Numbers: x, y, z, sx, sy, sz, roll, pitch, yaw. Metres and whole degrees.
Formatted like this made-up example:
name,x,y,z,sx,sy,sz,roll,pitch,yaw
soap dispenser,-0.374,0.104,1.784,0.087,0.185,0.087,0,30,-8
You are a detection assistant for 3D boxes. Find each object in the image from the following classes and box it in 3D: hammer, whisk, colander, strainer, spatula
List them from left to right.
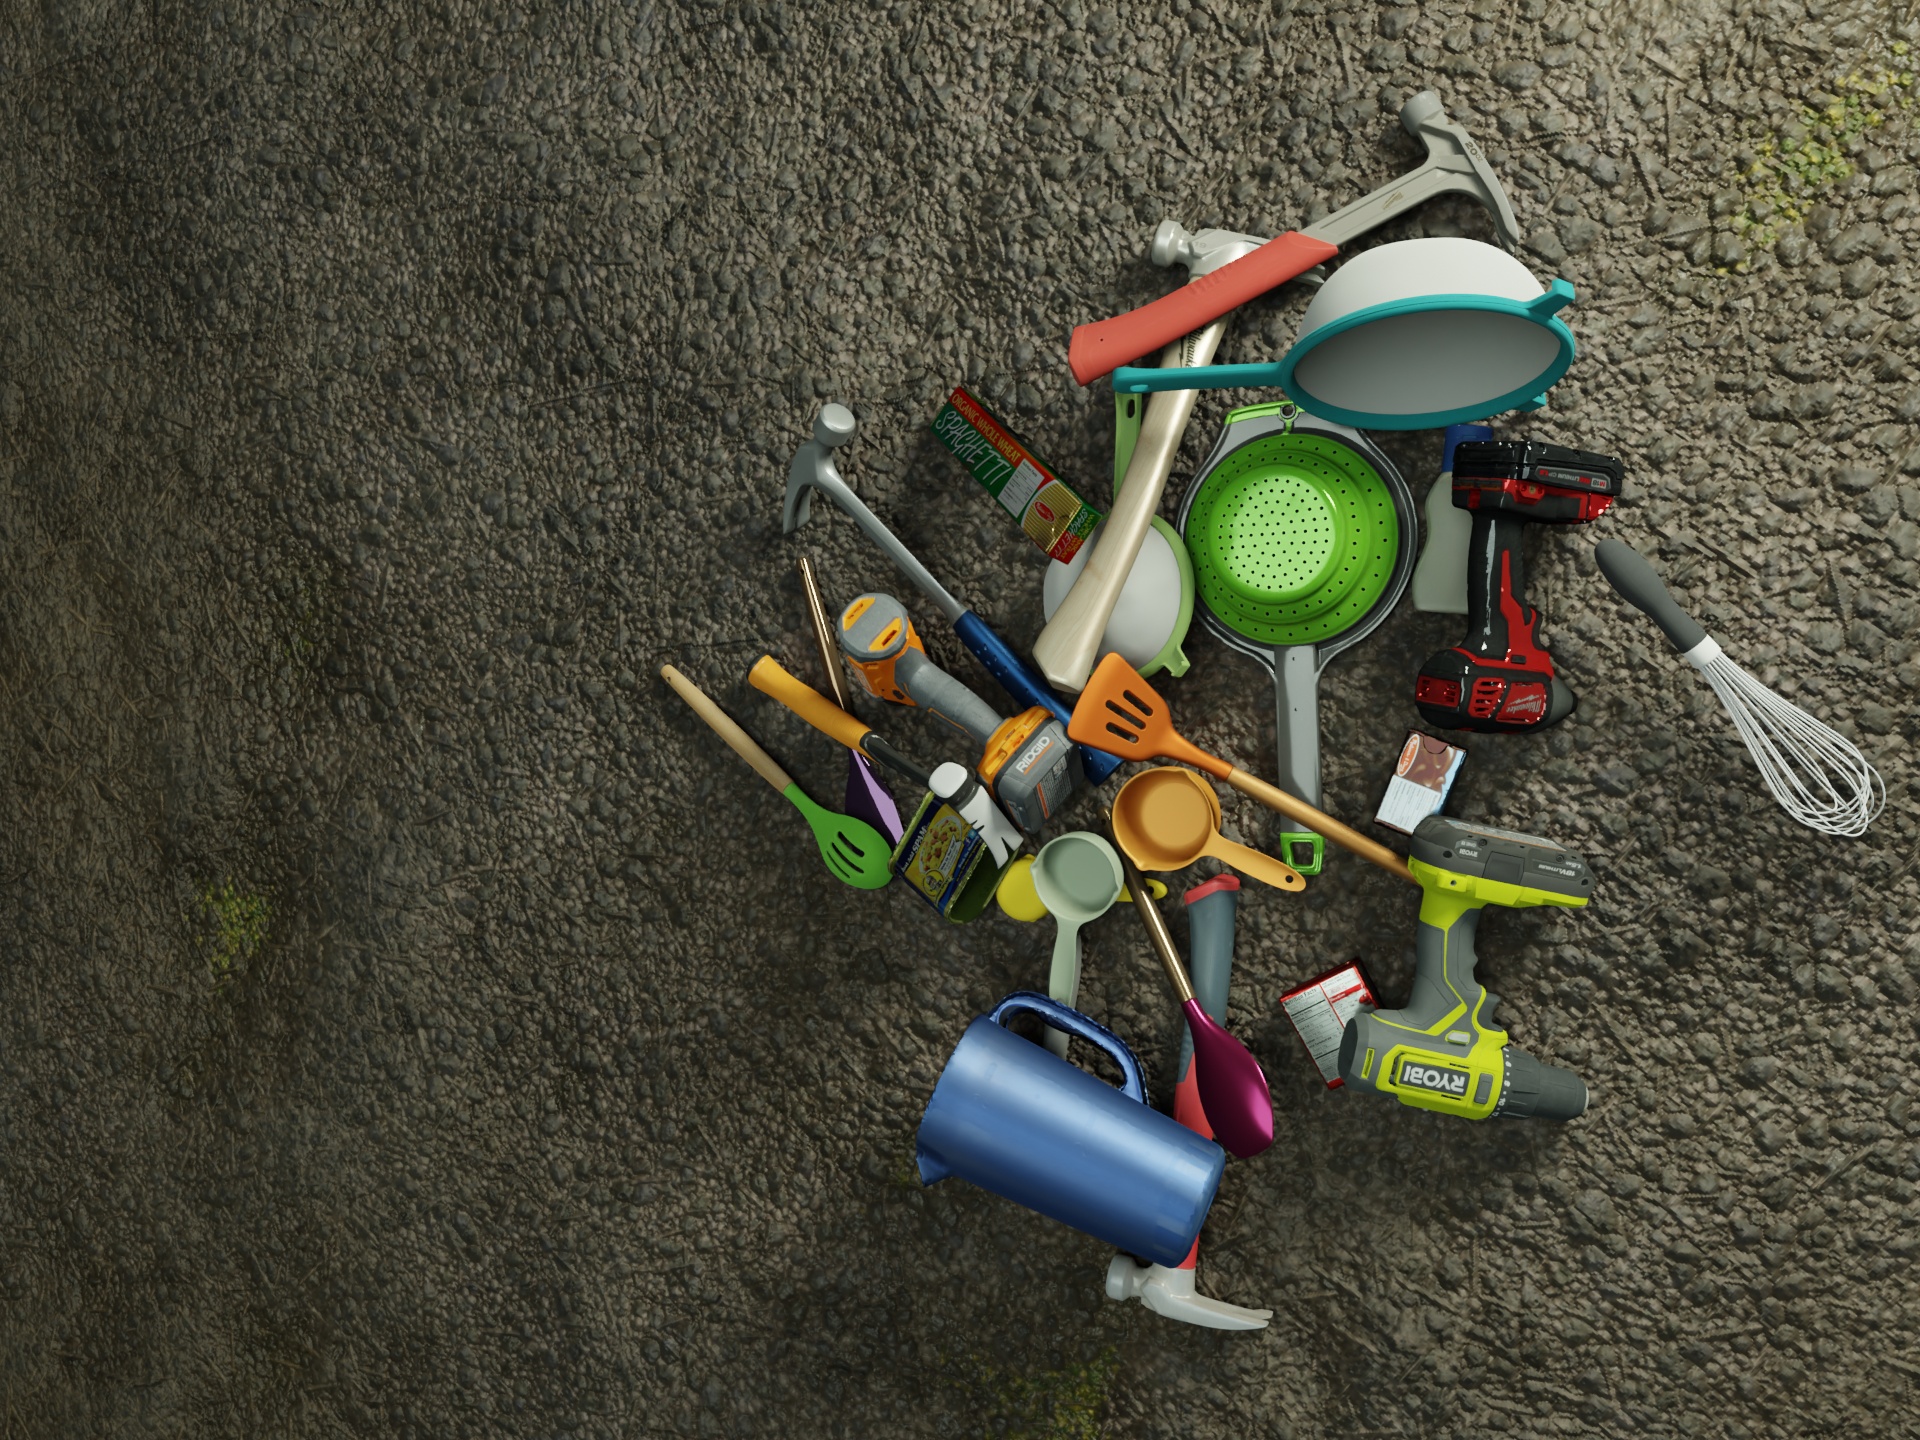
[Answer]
name,x,y,z,sx,sy,sz,roll,pitch,yaw
spatula,-0.109,-0.001,1.493,0.060,0.018,0.316,-17,87,27
hammer,-0.082,0.020,1.413,0.034,0.127,0.337,-49,48,-11
hammer,-0.009,-0.096,1.420,0.405,0.035,0.144,47,139,8
whisk,0.082,0.301,1.418,0.055,0.055,0.239,8,90,21
strainer,0.122,-0.159,1.339,0.151,0.069,0.256,5,94,46
hammer,0.165,-0.212,1.296,0.146,0.038,0.411,19,81,18
hammer,0.217,0.326,1.366,0.143,0.038,0.386,8,95,20
spatula,0.240,0.054,1.290,0.322,0.041,0.081,28,82,3
hammer,0.253,-0.357,1.273,0.359,0.036,0.149,-27,77,5
colander,0.267,-0.067,1.297,0.204,0.094,0.397,-2,92,22
strainer,0.286,-0.302,1.215,0.340,0.210,0.095,-1,76,14
whisk,0.571,-0.028,1.177,0.070,0.070,0.284,-43,86,18

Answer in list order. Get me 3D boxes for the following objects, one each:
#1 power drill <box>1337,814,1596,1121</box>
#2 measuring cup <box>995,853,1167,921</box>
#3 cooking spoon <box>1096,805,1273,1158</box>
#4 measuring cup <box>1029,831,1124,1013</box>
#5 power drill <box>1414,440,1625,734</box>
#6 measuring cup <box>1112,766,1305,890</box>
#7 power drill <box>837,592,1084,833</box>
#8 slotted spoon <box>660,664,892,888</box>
name,x,y,z,sx,sy,sz,roll,pitch,yaw
power drill,0.415,0.203,1.250,0.190,0.080,0.228,12,97,1
measuring cup,0.104,0.150,1.407,0.156,0.029,0.062,-2,92,23
cooking spoon,0.182,0.214,1.345,0.068,0.017,0.319,-39,62,35
measuring cup,0.100,0.176,1.385,0.083,0.038,0.167,12,105,22
power drill,0.429,-0.097,1.217,0.079,0.143,0.219,19,102,62
measuring cup,0.215,0.100,1.350,0.174,0.052,0.095,25,101,17
power drill,-0.002,-0.004,1.373,0.227,0.164,0.084,39,79,19
slotted spoon,-0.182,0.050,1.516,0.314,0.031,0.070,42,124,19
